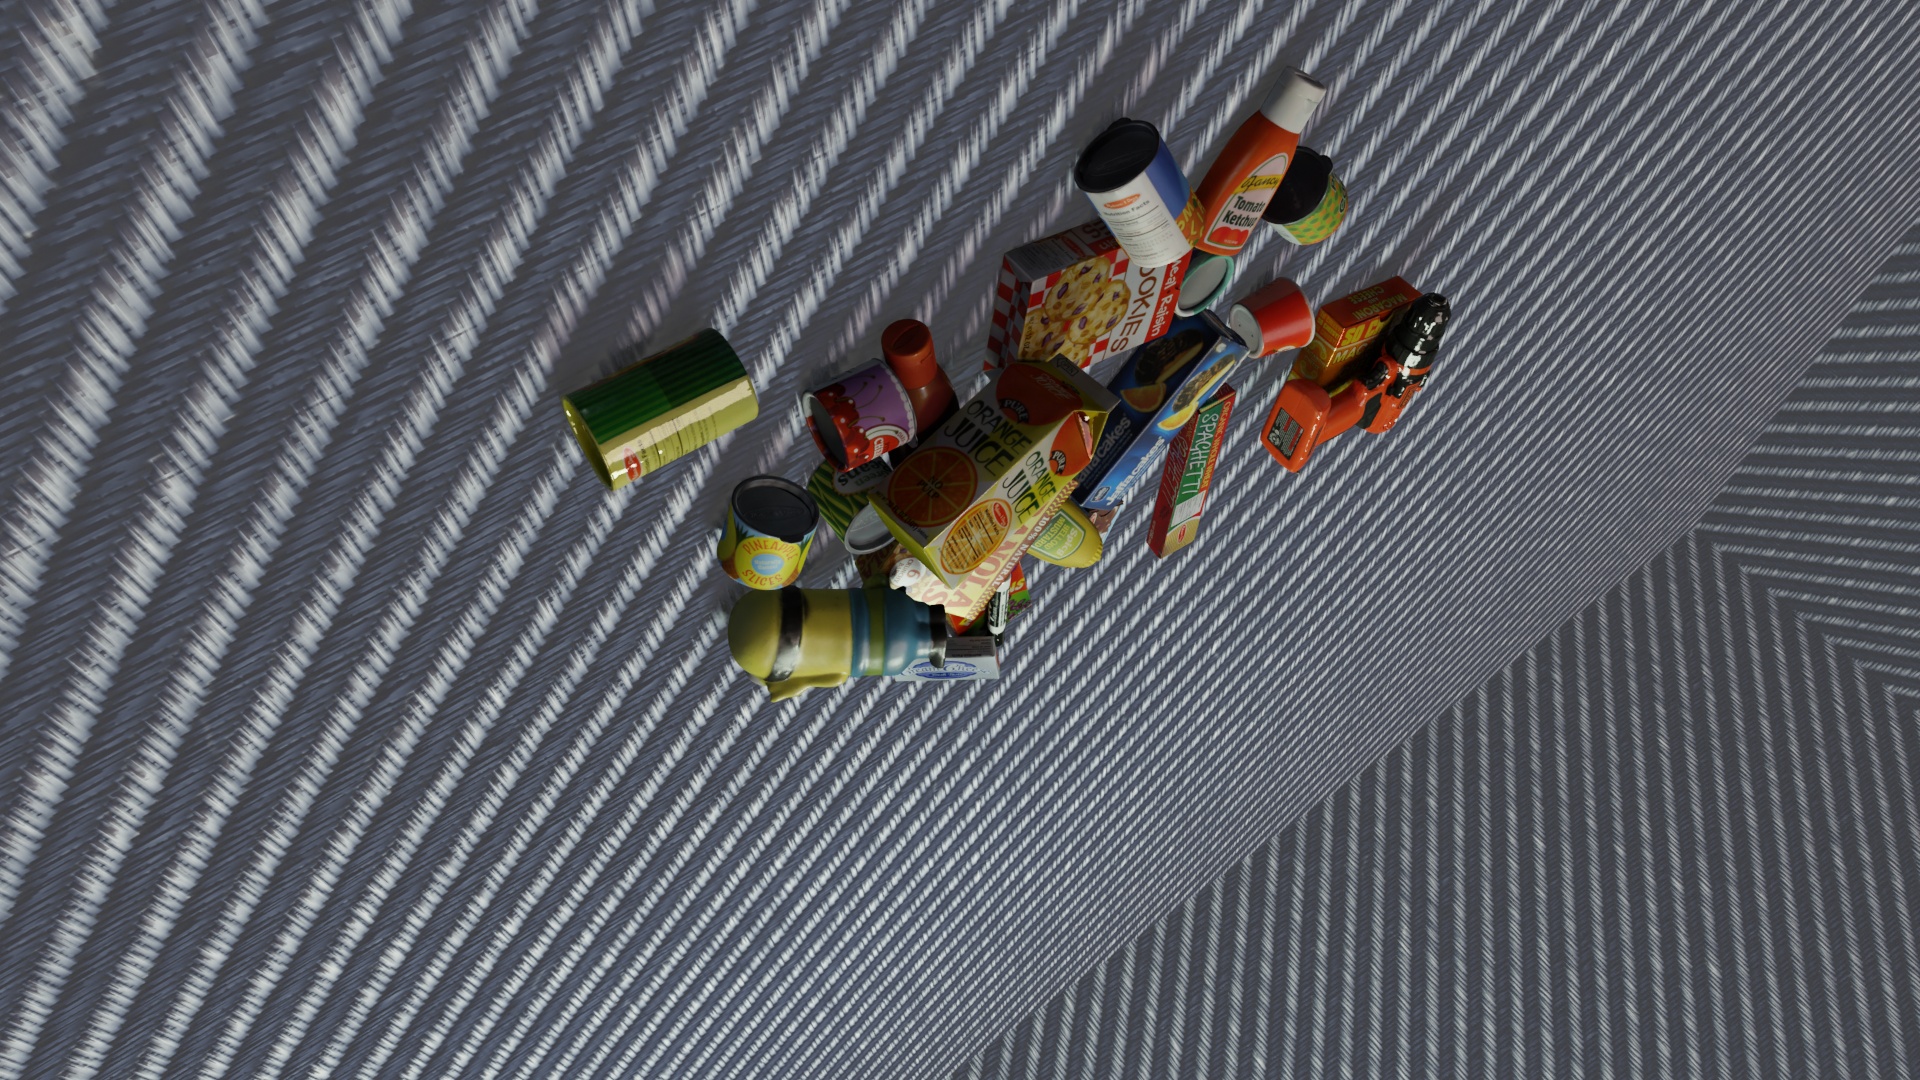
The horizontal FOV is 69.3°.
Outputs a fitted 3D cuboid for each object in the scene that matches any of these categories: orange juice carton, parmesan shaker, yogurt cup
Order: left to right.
[{"bbox_3d":[-0.187,-0.082,0.870,0.103,0.071,0.071,-30,150,-20],"label":"parmesan shaker"},{"bbox_3d":[0.030,-0.061,1.048,0.193,0.072,0.072,-43,148,-9],"label":"orange juice carton"},{"bbox_3d":[0.283,-0.201,1.272,0.054,0.072,0.072,-23,149,-13],"label":"yogurt cup"}]

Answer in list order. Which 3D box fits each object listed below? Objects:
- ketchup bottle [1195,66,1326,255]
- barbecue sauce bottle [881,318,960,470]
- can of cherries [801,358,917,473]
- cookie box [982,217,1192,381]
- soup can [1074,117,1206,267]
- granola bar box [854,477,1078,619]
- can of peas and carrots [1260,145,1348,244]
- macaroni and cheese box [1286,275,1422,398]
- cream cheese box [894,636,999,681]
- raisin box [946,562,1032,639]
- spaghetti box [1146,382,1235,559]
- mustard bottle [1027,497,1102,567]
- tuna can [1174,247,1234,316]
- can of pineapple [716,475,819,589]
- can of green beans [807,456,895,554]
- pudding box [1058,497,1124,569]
[{"bbox_3d":[0.230,-0.297,1.089,0.065,0.044,0.148,-3,134,-41],"label":"ketchup bottle"},{"bbox_3d":[-0.032,-0.105,1.047,0.065,0.044,0.147,-45,154,-20],"label":"barbecue sauce bottle"},{"bbox_3d":[-0.072,-0.087,0.995,0.058,0.071,0.071,-28,150,-21],"label":"can of cherries"},{"bbox_3d":[0.103,-0.192,1.090,0.168,0.040,0.122,-25,148,-26],"label":"cookie box"},{"bbox_3d":[0.130,-0.248,0.993,0.071,0.071,0.083,-42,134,4],"label":"soup can"},{"bbox_3d":[0.004,-0.015,1.191,0.124,0.039,0.165,18,120,-36],"label":"granola bar box"},{"bbox_3d":[0.281,-0.284,1.142,0.070,0.071,0.059,-49,151,16],"label":"can of peas and carrots"},{"bbox_3d":[0.404,-0.187,1.460,0.124,0.040,0.165,-24,148,-29],"label":"macaroni and cheese box"},{"bbox_3d":[-0.016,0.115,1.348,0.104,0.024,0.053,-2,148,6],"label":"cream cheese box"},{"bbox_3d":[0.018,0.048,1.334,0.086,0.040,0.123,-34,151,-9],"label":"raisin box"},{"bbox_3d":[0.236,-0.070,1.438,0.050,0.029,0.248,-28,150,-21],"label":"spaghetti box"},{"bbox_3d":[0.094,-0.009,1.305,0.065,0.049,0.160,-47,139,12],"label":"mustard bottle"},{"bbox_3d":[0.196,-0.224,1.163,0.071,0.033,0.070,-29,151,-18],"label":"tuna can"},{"bbox_3d":[-0.143,-0.004,1.031,0.071,0.071,0.057,-16,143,-38],"label":"can of pineapple"},{"bbox_3d":[-0.077,-0.033,1.082,0.071,0.058,0.071,-30,150,-19],"label":"can of green beans"},{"bbox_3d":[0.124,-0.013,1.384,0.050,0.030,0.083,-16,144,-36],"label":"pudding box"}]
